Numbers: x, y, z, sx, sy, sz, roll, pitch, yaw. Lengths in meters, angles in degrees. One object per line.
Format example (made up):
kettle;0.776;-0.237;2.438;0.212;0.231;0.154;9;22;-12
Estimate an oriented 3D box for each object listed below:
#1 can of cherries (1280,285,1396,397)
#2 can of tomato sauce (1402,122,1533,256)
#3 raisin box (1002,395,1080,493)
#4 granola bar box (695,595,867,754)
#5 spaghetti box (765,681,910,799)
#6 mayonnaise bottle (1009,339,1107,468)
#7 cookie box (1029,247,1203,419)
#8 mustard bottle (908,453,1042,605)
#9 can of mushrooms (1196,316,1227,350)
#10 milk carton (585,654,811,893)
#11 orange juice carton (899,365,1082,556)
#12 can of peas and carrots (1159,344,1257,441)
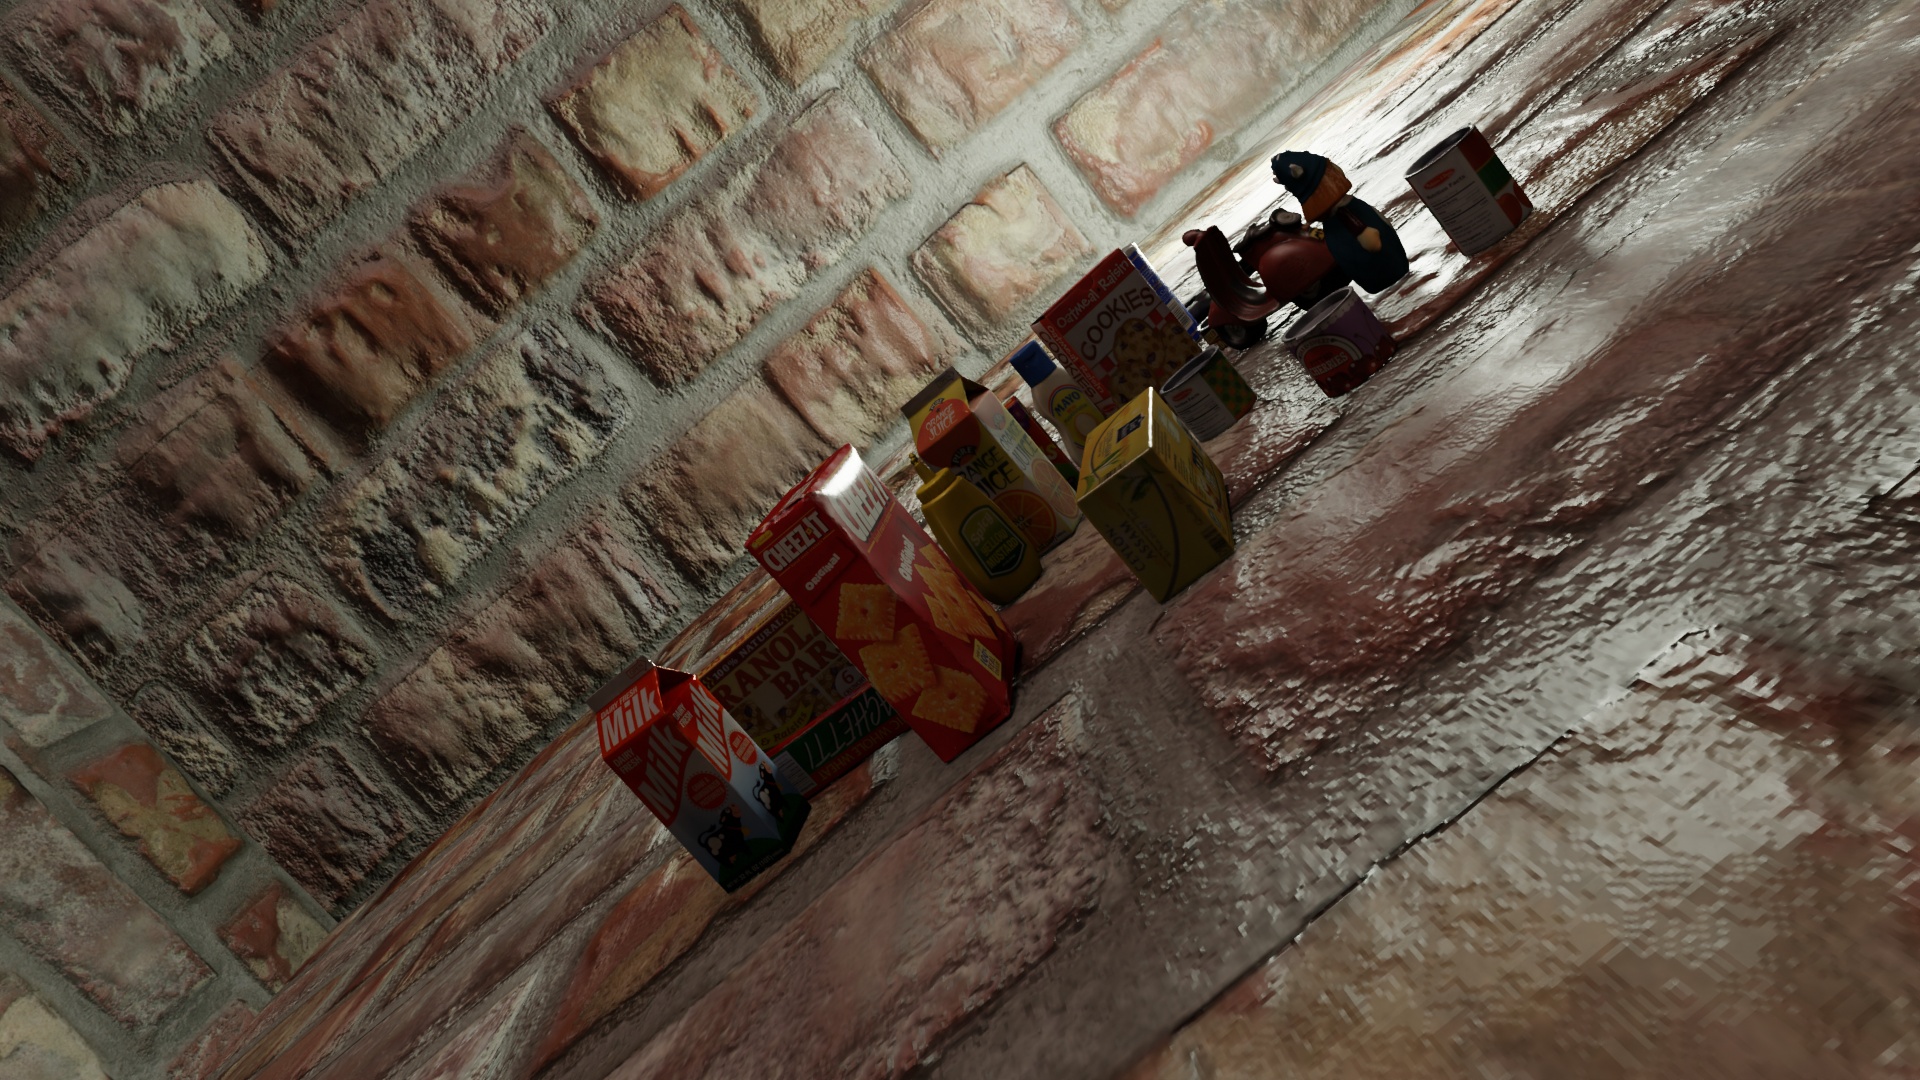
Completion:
can of cherries;0.288;-0.150;1.061;0.071;0.058;0.071;-39;9;8
can of tomato sauce;0.410;-0.283;1.119;0.071;0.083;0.071;-39;9;8
raisin box;0.062;-0.072;1.399;0.086;0.123;0.040;-39;9;9
granola bar box;-0.170;0.140;1.332;0.165;0.124;0.039;-41;9;-2
spaghetti box;-0.109;0.172;1.168;0.249;0.050;0.029;-37;10;23
mayonnaise bottle;0.111;-0.144;1.462;0.065;0.148;0.041;-40;9;2
cookie box;0.169;-0.197;1.420;0.123;0.167;0.040;-45;10;-24
mustard bottle;0.004;-0.016;1.250;0.065;0.160;0.048;-44;9;-21
can of mushrooms;0.295;-0.239;1.531;0.071;0.033;0.071;-39;9;8
milk carton;-0.213;0.180;1.112;0.072;0.190;0.074;-38;9;18
orange juice carton;0.028;-0.073;1.324;0.071;0.192;0.073;-36;10;26
can of peas and carrots;0.222;-0.132;1.239;0.071;0.058;0.071;-39;9;8
